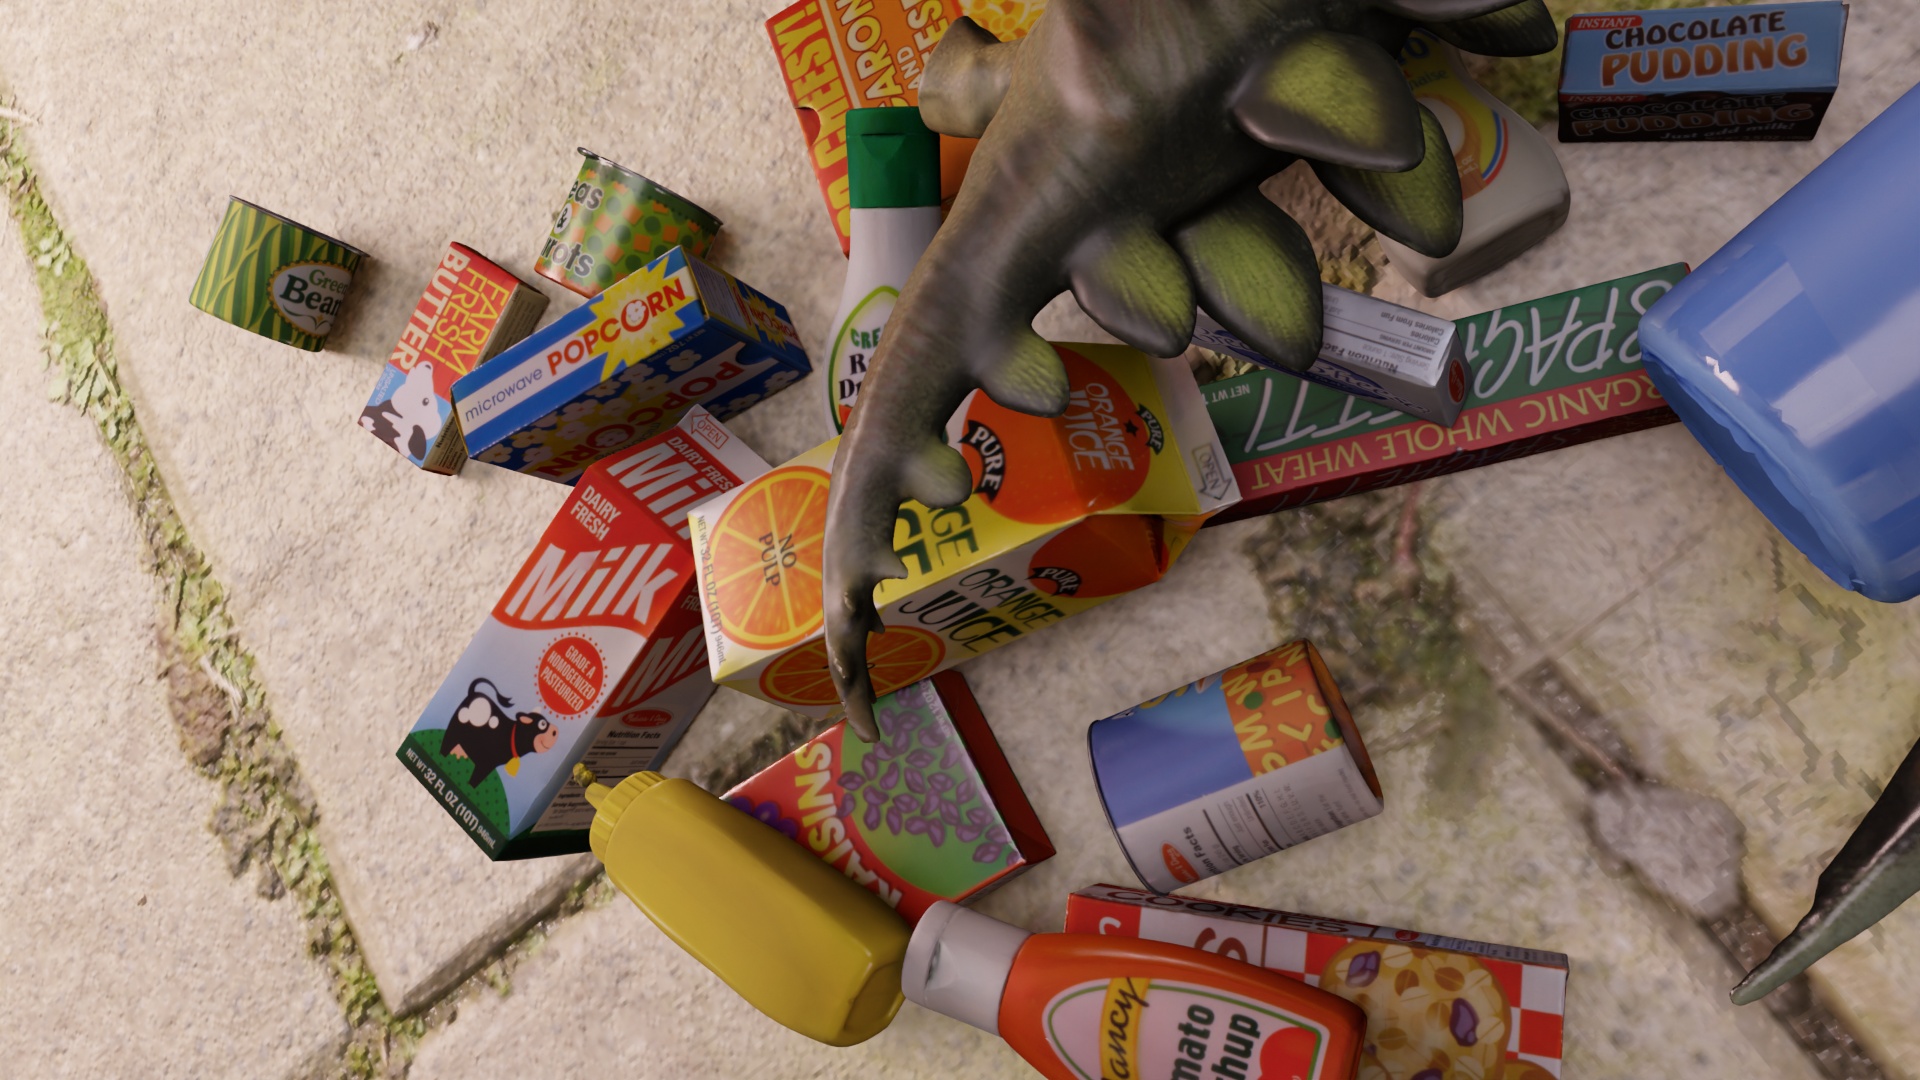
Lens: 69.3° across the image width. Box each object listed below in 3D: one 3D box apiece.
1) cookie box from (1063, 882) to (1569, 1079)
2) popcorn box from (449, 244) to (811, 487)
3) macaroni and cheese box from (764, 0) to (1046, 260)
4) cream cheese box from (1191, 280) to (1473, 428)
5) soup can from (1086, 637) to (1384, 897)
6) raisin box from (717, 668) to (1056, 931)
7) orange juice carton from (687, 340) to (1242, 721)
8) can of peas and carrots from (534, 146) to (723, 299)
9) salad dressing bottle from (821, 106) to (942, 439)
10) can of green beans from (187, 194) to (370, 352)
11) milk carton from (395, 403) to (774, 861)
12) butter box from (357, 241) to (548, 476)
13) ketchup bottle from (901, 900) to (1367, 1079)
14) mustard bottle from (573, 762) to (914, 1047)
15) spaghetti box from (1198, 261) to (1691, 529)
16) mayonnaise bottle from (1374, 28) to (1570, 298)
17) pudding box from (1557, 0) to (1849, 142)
[{"bbox_3d":[0.115,0.192,0.476,0.167,0.040,0.123,3,83,23],"label":"cookie box"},{"bbox_3d":[-0.141,-0.069,0.599,0.126,0.085,0.038,-26,72,17],"label":"popcorn box"},{"bbox_3d":[0.010,-0.203,0.584,0.166,0.040,0.124,-24,73,17],"label":"macaroni and cheese box"},{"bbox_3d":[0.120,-0.072,0.478,0.104,0.053,0.024,24,89,27],"label":"cream cheese box"},{"bbox_3d":[0.096,0.077,0.490,0.083,0.071,0.071,-25,73,16],"label":"soup can"},{"bbox_3d":[-0.037,0.118,0.551,0.123,0.040,0.086,-33,72,15],"label":"raisin box"},{"bbox_3d":[0.002,-0.006,0.501,0.192,0.073,0.072,-24,62,19],"label":"orange juice carton"},{"bbox_3d":[-0.150,-0.132,0.621,0.071,0.071,0.058,27,93,24],"label":"can of peas and carrots"},{"bbox_3d":[-0.025,-0.095,0.551,0.064,0.044,0.147,1,103,11],"label":"salad dressing bottle"},{"bbox_3d":[-0.346,-0.134,0.703,0.071,0.071,0.058,24,92,24],"label":"can of green beans"},{"bbox_3d":[-0.144,0.037,0.589,0.072,0.073,0.190,39,96,23],"label":"milk carton"},{"bbox_3d":[-0.248,-0.089,0.679,0.053,0.024,0.103,30,94,23],"label":"butter box"},{"bbox_3d":[0.054,0.160,0.460,0.149,0.043,0.065,14,86,23],"label":"ketchup bottle"},{"bbox_3d":[-0.090,0.126,0.517,0.160,0.065,0.049,26,88,28],"label":"mustard bottle"},{"bbox_3d":[0.140,-0.043,0.511,0.250,0.028,0.050,-13,76,20],"label":"spaghetti box"},{"bbox_3d":[0.161,-0.166,0.515,0.064,0.041,0.148,-30,71,15],"label":"mayonnaise bottle"},{"bbox_3d":[0.250,-0.158,0.474,0.084,0.049,0.030,6,86,23],"label":"pudding box"}]
